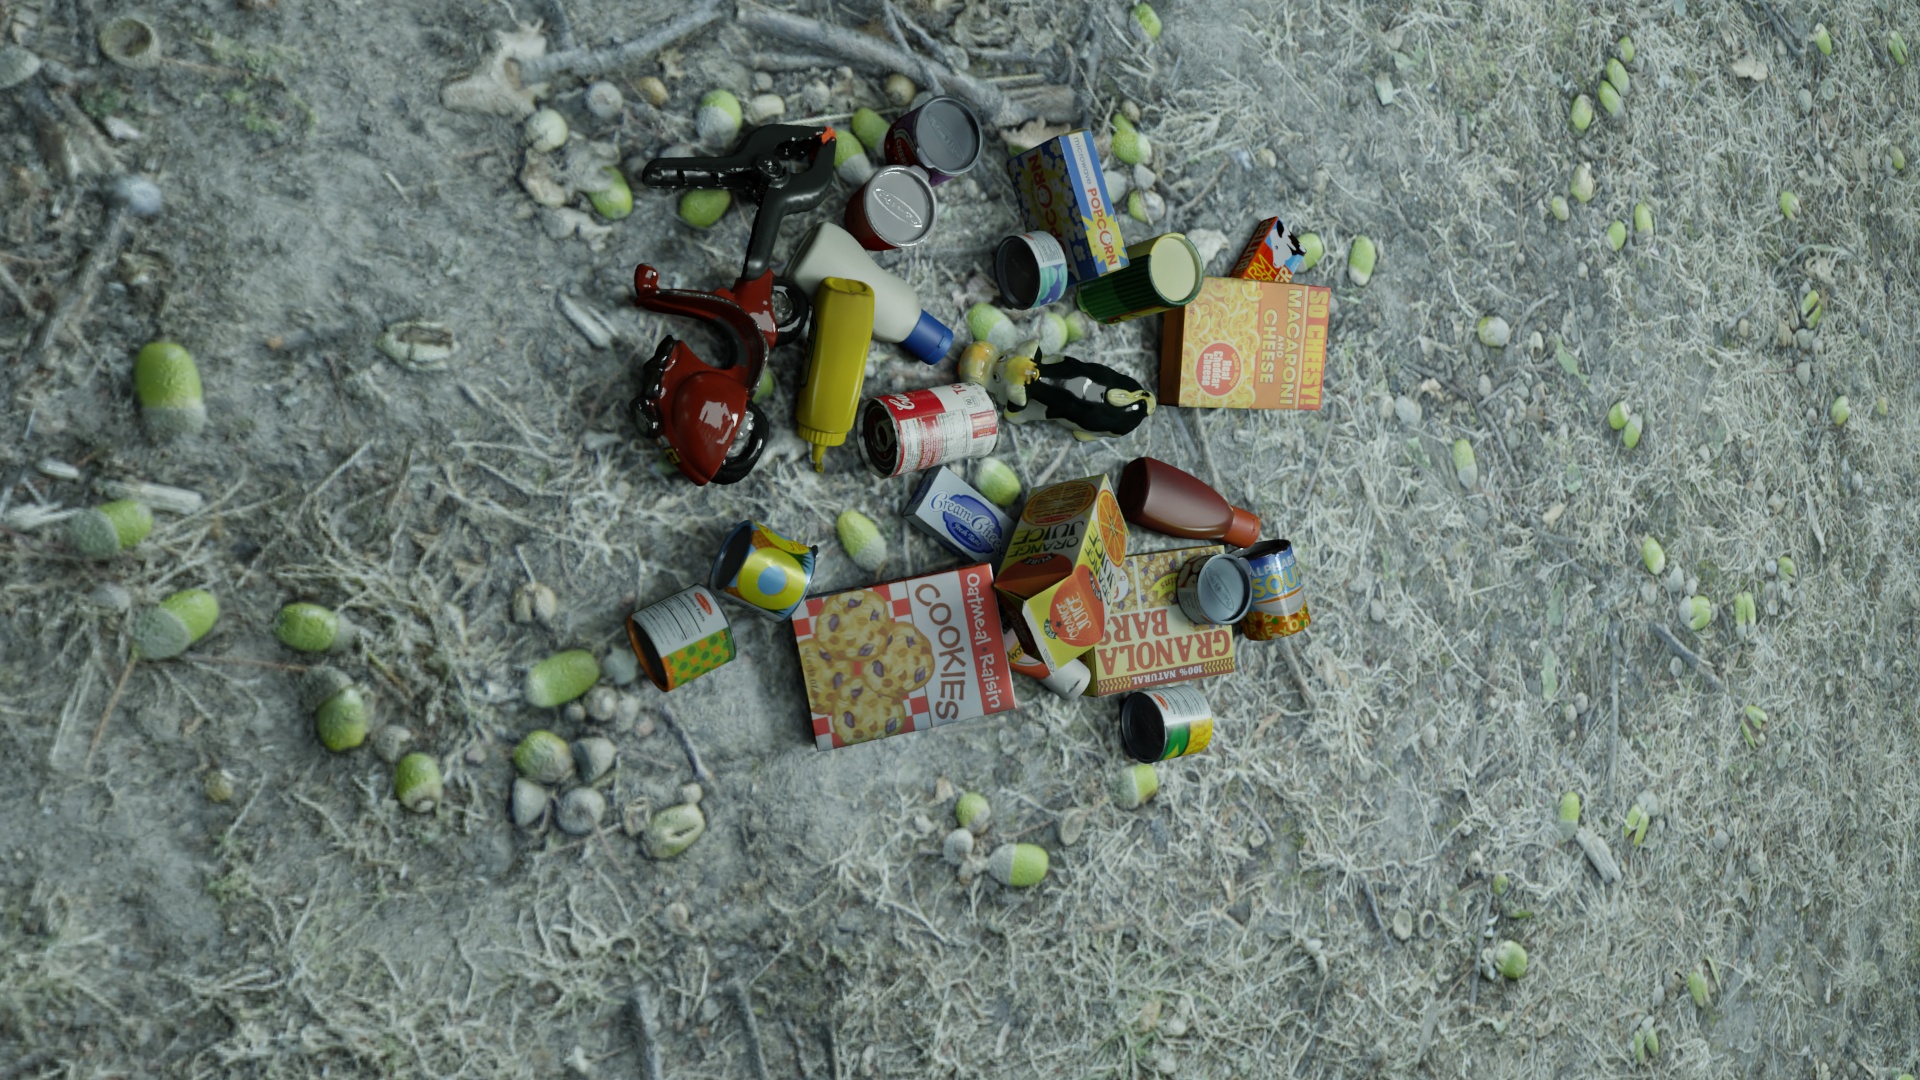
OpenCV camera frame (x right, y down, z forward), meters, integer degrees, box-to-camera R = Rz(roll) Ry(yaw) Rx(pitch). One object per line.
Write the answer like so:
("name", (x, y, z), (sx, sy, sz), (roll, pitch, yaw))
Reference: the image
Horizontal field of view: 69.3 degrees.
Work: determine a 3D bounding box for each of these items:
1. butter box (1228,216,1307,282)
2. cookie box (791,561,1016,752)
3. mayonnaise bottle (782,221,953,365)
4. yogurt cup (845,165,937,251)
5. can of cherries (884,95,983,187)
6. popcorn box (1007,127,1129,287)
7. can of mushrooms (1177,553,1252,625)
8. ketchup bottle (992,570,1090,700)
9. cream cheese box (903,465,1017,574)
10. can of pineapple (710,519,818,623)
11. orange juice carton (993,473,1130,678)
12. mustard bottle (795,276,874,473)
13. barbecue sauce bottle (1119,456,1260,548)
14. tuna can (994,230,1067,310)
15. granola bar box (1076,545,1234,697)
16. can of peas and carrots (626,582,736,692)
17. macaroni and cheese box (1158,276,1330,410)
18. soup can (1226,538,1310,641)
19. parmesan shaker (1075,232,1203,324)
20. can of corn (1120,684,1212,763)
("butter box", (0.303, -0.269, 1.389), (0.053, 0.024, 0.104), (41, 69, -24))
("cookie box", (-0.047, 0.093, 1.133), (0.168, 0.040, 0.123), (-11, 94, -11))
("mayonnaise bottle", (-0.072, -0.200, 1.157), (0.148, 0.041, 0.065), (33, 80, -27))
("yogurt cup", (-0.061, -0.273, 1.158), (0.072, 0.054, 0.072), (1, 88, -30))
("can of cherries", (-0.025, -0.336, 1.179), (0.071, 0.058, 0.071), (1, 89, -31))
("popcorn box", (0.094, -0.291, 1.232), (0.038, 0.085, 0.126), (-22, 99, -30))
("can of mushrooms", (0.237, 0.044, 1.287), (0.071, 0.033, 0.071), (2, 85, -30))
("ketchup bottle", (0.051, 0.086, 1.214), (0.148, 0.043, 0.064), (39, 96, -24))
("cream cheese box", (0.004, -0.015, 1.204), (0.103, 0.024, 0.053), (37, 69, -24))
("can of pineapple", (-0.154, 0.022, 1.085), (0.058, 0.071, 0.071), (27, 75, -27))
("orange juice carton", (0.084, 0.028, 1.163), (0.071, 0.073, 0.194), (66, 27, -28))
("mustard bottle", (-0.104, -0.128, 1.114), (0.049, 0.065, 0.159), (8, 110, -12))
("barbecue sauce bottle", (0.220, -0.029, 1.320), (0.148, 0.043, 0.065), (19, 66, -30))
("tuna can", (0.062, -0.236, 1.224), (0.033, 0.071, 0.071), (-18, 97, -30))
("granola bar box", (0.178, 0.073, 1.294), (0.166, 0.039, 0.124), (-6, 91, -31))
("can of peas and carrots", (-0.211, 0.075, 1.052), (0.059, 0.071, 0.071), (-26, 102, -28))
("macaroni and cheese box", (0.274, -0.189, 1.341), (0.167, 0.040, 0.123), (-1, 99, -25))
("soup can", (0.300, 0.048, 1.348), (0.071, 0.071, 0.083), (-21, 99, -29))
("parmesan shaker", (0.161, -0.235, 1.259), (0.071, 0.103, 0.071), (1, 88, -30))
("can of corn", (0.190, 0.171, 1.284), (0.058, 0.071, 0.071), (-5, 91, -31))
